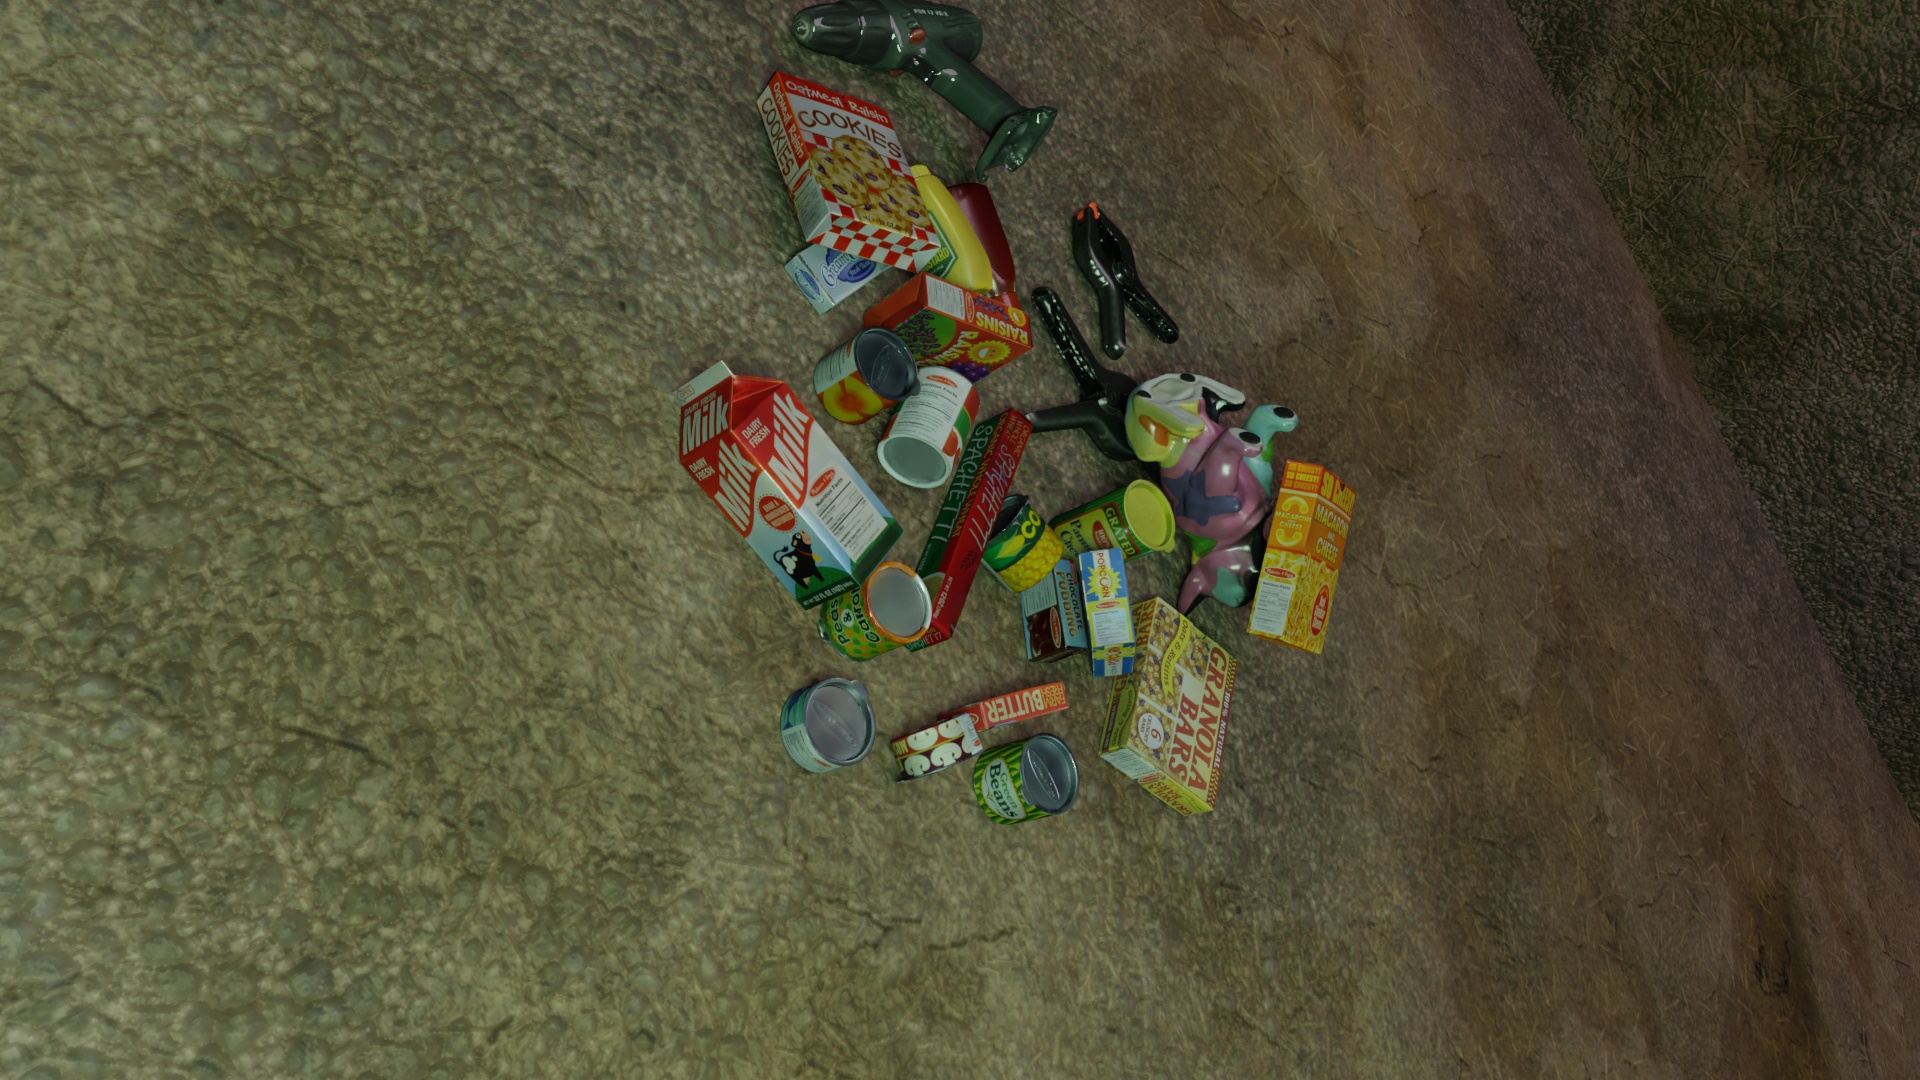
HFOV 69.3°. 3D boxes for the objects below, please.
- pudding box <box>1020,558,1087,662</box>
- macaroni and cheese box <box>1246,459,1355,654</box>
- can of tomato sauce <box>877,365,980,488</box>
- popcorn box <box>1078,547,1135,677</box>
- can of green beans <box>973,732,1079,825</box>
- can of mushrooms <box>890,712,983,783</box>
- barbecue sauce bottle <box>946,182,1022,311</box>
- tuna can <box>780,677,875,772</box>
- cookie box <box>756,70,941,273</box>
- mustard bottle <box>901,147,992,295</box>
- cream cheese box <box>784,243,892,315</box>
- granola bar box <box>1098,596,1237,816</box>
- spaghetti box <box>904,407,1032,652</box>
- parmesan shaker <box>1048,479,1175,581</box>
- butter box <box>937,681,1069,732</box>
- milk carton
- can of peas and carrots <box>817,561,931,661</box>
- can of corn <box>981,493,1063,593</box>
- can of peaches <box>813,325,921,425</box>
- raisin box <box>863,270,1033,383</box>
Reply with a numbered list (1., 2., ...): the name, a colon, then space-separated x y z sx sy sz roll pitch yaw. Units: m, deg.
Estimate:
1. pudding box: 0.080 0.062 1.216 0.030 0.049 0.084 10 65 -39
2. macaroni and cheese box: 0.327 0.018 1.320 0.123 0.040 0.166 19 84 -59
3. can of tomato sauce: -0.026 -0.094 1.175 0.071 0.071 0.083 41 49 -23
4. popcorn box: 0.128 0.065 1.218 0.126 0.038 0.085 72 11 -72
5. can of green beans: 0.053 0.194 1.126 0.071 0.057 0.071 20 60 -37
6. can of mushrooms: -0.021 0.159 1.067 0.071 0.071 0.033 -17 85 -46
7. barbecue sauce bottle: 0.023 -0.261 1.311 0.065 0.043 0.148 -16 84 -46
8. tuna can: -0.097 0.135 1.027 0.071 0.032 0.071 19 60 -37
9. cookie box: -0.096 -0.318 1.197 0.123 0.040 0.168 7 53 -42
10. mustard bottle: -0.028 -0.288 1.262 0.049 0.065 0.160 -17 79 -55
11. cream cheese box: -0.101 -0.239 1.196 0.053 0.024 0.104 54 45 -9
12. granola bar box: 0.198 0.154 1.295 0.124 0.039 0.166 38 50 -26
13. spaghetti box: 0.004 -0.015 1.178 0.028 0.050 0.251 42 48 -24
14. parmesan shaker: 0.136 -0.005 1.260 0.071 0.102 0.071 20 59 -37
15. butter box: 0.036 0.139 1.138 0.104 0.053 0.024 -7 79 -45
16. milk carton: -0.137 -0.048 1.043 0.190 0.072 0.074 52 45 -15
17. can of peas and carrots: -0.067 0.055 1.073 0.071 0.058 0.071 20 59 -37
18. can of corn: 0.049 0.002 1.198 0.058 0.071 0.071 47 46 -19
19. can of peaches: -0.077 -0.134 1.148 0.071 0.058 0.071 20 59 -37
20. raisin box: -0.010 -0.183 1.213 0.123 0.086 0.040 14 61 -39
